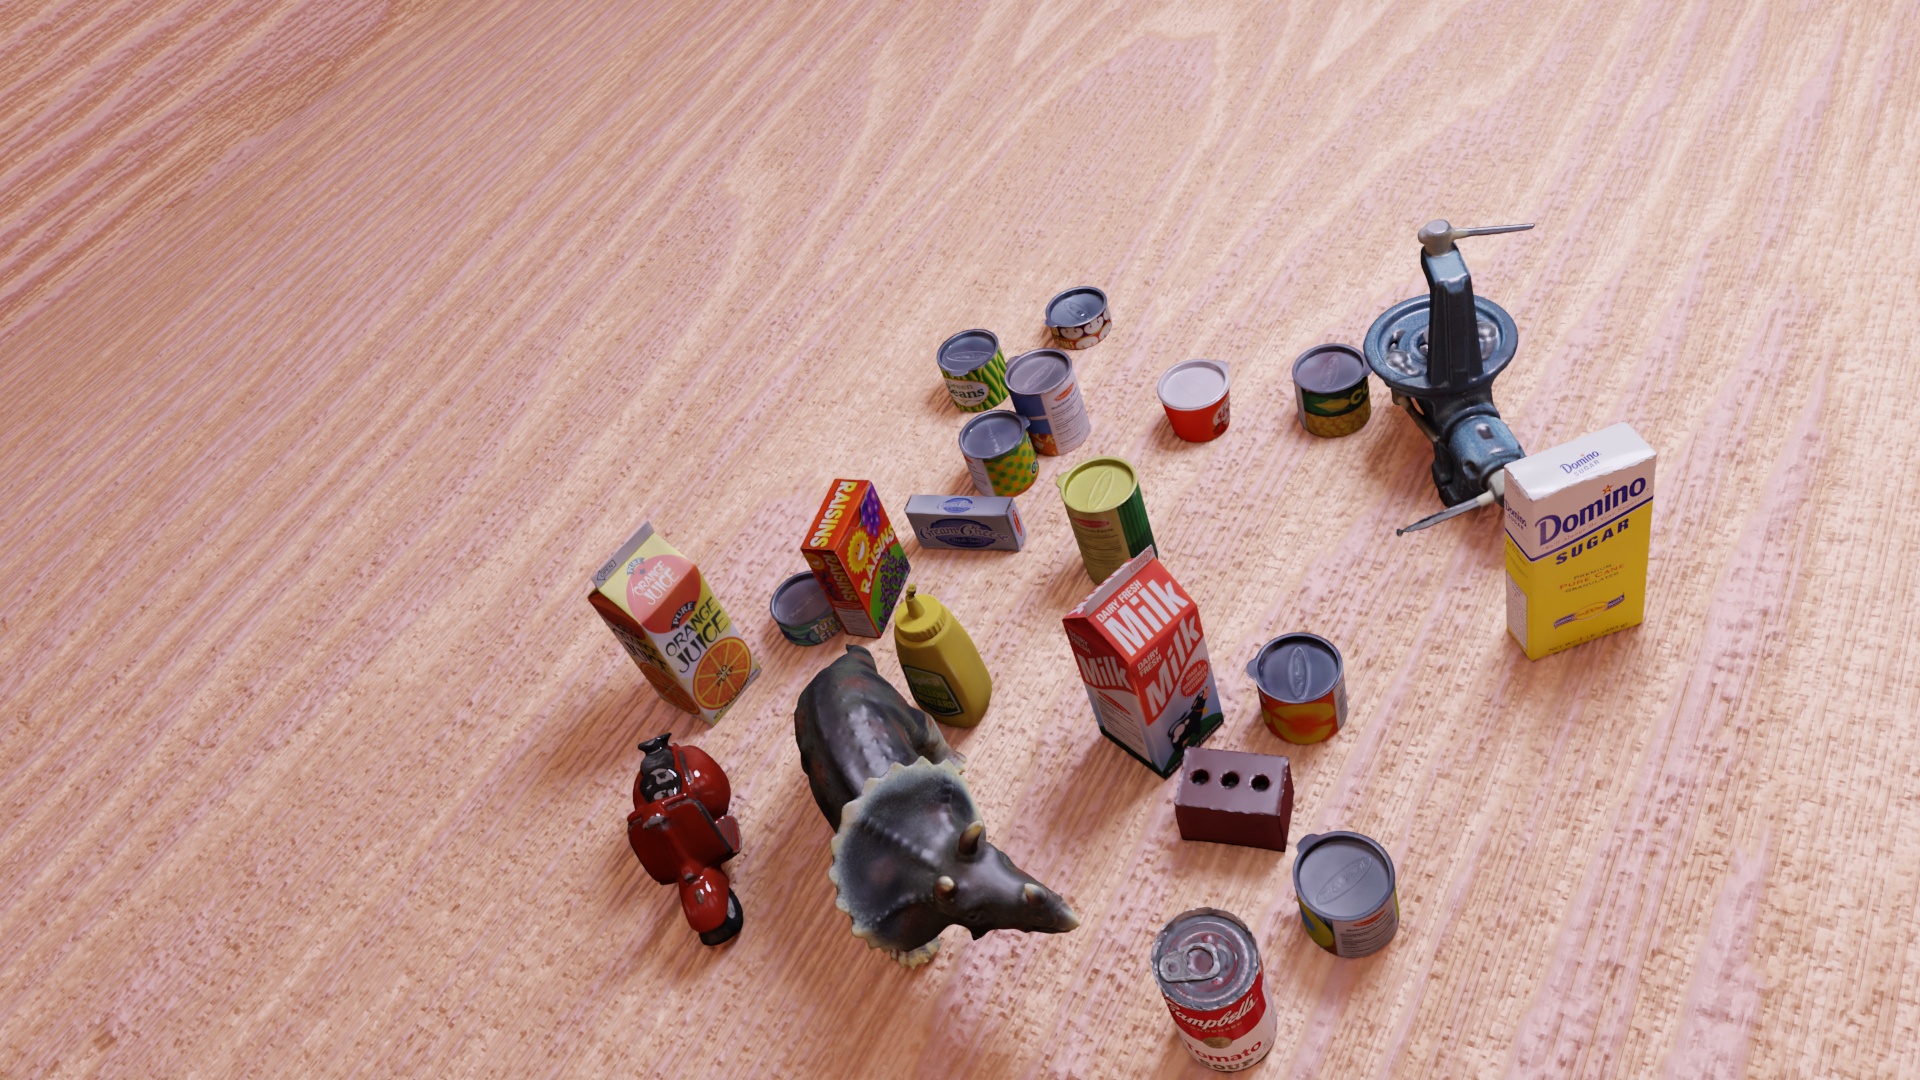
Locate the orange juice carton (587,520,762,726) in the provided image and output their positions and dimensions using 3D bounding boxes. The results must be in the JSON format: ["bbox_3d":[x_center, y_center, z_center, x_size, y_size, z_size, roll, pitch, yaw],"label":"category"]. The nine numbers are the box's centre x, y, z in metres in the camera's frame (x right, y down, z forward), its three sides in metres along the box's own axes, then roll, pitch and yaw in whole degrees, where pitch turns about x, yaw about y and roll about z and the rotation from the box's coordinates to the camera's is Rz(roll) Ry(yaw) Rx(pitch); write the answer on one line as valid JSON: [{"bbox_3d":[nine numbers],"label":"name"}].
[{"bbox_3d":[-0.252,0.069,1.201,0.073,0.191,0.072,20,58,35],"label":"orange juice carton"}]

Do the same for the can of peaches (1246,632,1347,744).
[{"bbox_3d":[0.257,0.113,1.057,0.071,0.057,0.071,-11,46,12],"label":"can of peaches"}]

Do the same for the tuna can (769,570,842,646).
[{"bbox_3d":[-0.137,0.063,1.275,0.071,0.032,0.071,-11,45,11],"label":"tuna can"}]

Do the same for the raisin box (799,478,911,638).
[{"bbox_3d":[-0.091,0.016,1.237,0.040,0.122,0.086,4,50,25],"label":"raisin box"}]

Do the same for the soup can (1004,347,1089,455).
[{"bbox_3d":[0.083,-0.134,1.341,0.071,0.083,0.072,-11,46,12],"label":"soup can"}]

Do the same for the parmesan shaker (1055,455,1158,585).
[{"bbox_3d":[0.127,-0.015,1.196,0.071,0.102,0.072,-11,46,12],"label":"parmesan shaker"}]

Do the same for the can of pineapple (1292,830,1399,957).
[{"bbox_3d":[0.260,0.238,0.938,0.071,0.057,0.071,-11,46,12],"label":"can of pineapple"}]

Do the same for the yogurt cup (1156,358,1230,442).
[{"bbox_3d":[0.222,-0.129,1.303,0.072,0.053,0.073,-11,45,12],"label":"yogurt cup"}]

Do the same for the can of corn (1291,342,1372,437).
[{"bbox_3d":[0.340,-0.136,1.260,0.071,0.058,0.071,-11,46,12],"label":"can of corn"}]

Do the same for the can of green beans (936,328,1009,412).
[{"bbox_3d":[0.015,-0.174,1.423,0.071,0.057,0.071,-11,46,12],"label":"can of green beans"}]

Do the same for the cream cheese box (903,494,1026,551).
[{"bbox_3d":[0.005,-0.016,1.281,0.104,0.053,0.024,2,50,23],"label":"cream cheese box"}]

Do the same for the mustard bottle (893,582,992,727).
[{"bbox_3d":[-0.022,0.088,1.116,0.065,0.159,0.049,10,53,29],"label":"mustard bottle"}]

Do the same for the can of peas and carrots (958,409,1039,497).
[{"bbox_3d":[0.039,-0.083,1.327,0.071,0.058,0.071,-11,46,12],"label":"can of peas and carrots"}]

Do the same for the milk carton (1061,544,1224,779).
[{"bbox_3d":[0.135,0.086,1.036,0.072,0.189,0.073,-41,47,-18],"label":"milk carton"}]

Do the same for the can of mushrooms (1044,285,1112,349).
[{"bbox_3d":[0.122,-0.232,1.454,0.071,0.033,0.071,-11,45,11],"label":"can of mushrooms"}]
